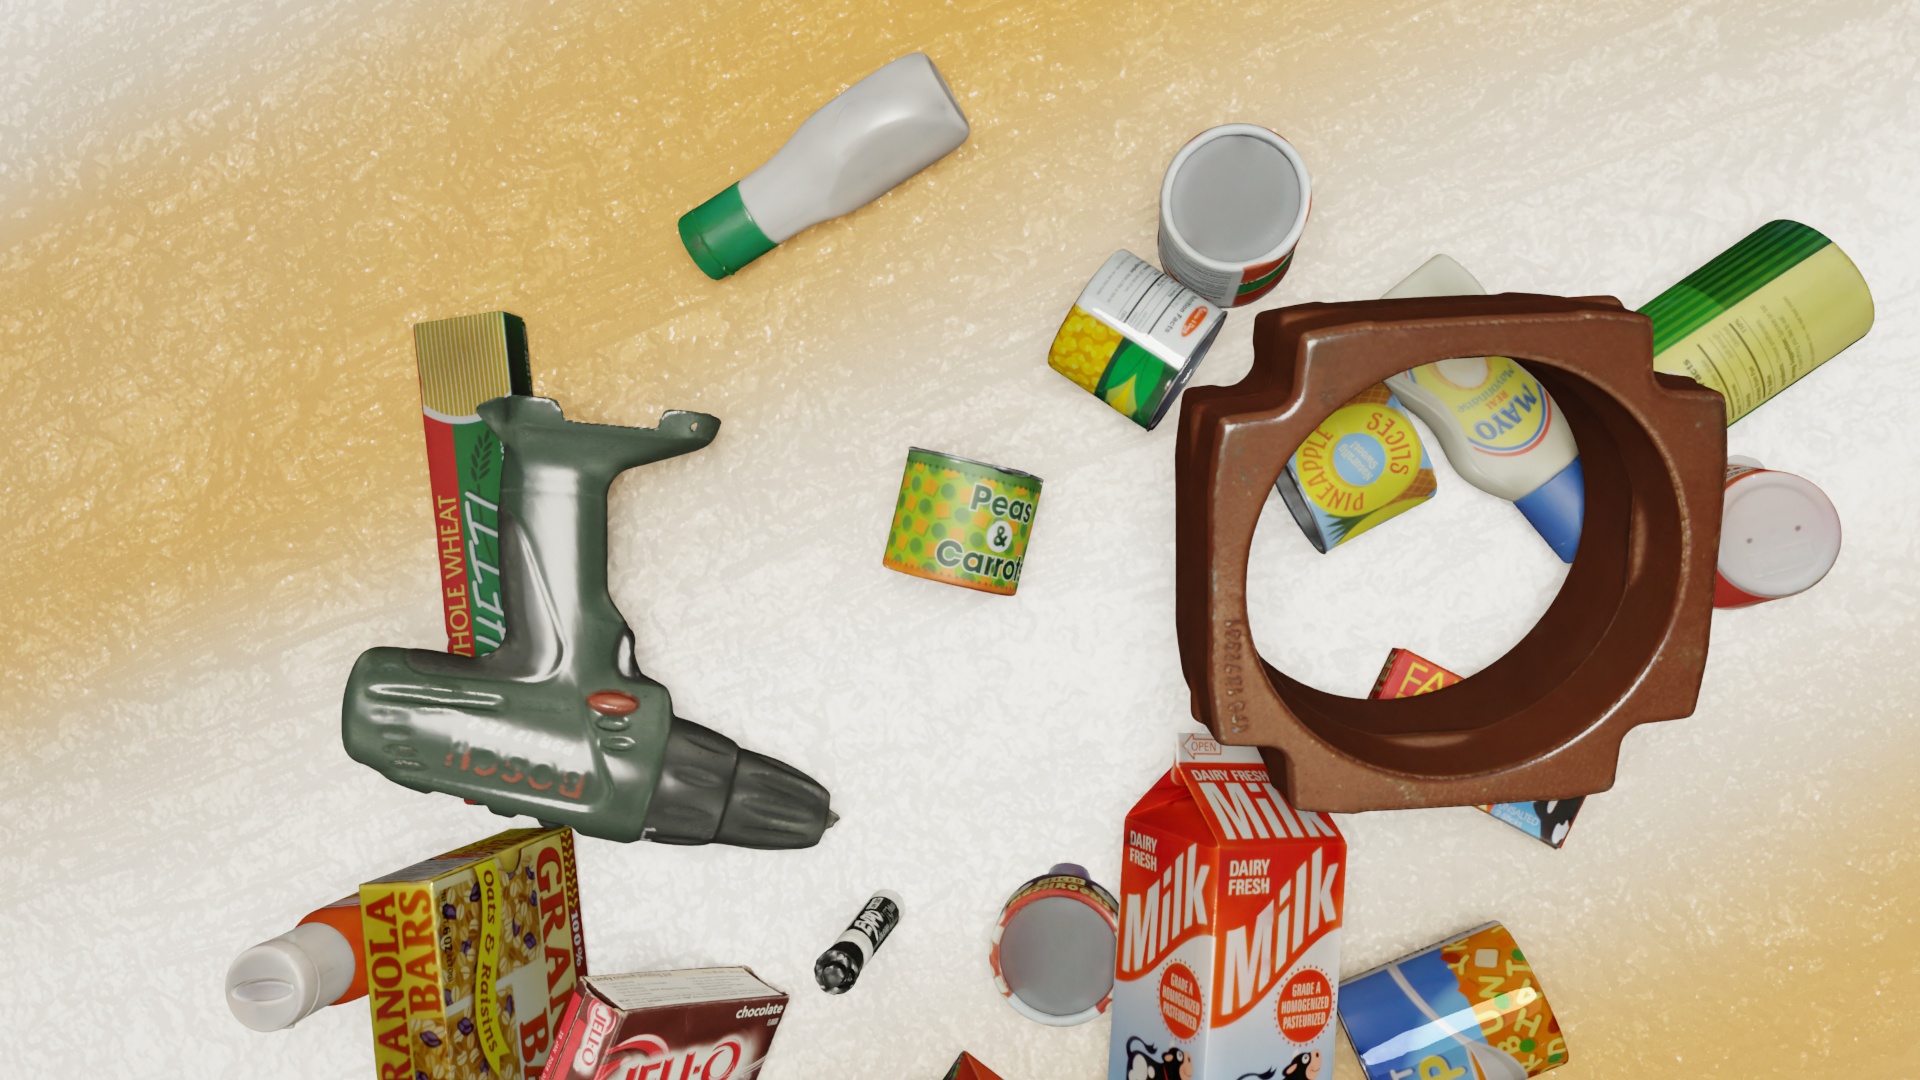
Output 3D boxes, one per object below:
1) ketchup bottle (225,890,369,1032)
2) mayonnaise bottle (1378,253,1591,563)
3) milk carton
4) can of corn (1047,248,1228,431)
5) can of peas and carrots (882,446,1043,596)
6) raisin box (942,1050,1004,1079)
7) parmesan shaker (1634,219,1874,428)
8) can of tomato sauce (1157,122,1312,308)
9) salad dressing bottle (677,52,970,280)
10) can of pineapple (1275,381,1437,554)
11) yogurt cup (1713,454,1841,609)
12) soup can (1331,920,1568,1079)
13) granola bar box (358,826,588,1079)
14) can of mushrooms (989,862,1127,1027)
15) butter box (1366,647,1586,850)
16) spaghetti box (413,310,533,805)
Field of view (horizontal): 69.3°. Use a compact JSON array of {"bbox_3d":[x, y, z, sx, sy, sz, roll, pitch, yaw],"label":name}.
[{"bbox_3d":[-0.277,0.186,0.645,0.065,0.149,0.043,-7,89,8],"label":"ketchup bottle"},{"bbox_3d":[0.245,-0.058,0.638,0.065,0.041,0.148,-39,83,3],"label":"mayonnaise bottle"},{"bbox_3d":[0.118,0.181,0.618,0.072,0.073,0.190,6,88,-27],"label":"milk carton"},{"bbox_3d":[0.081,-0.092,0.651,0.058,0.071,0.071,34,93,8],"label":"can of corn"},{"bbox_3d":[0.002,-0.008,0.654,0.071,0.071,0.058,13,91,8],"label":"can of peas and carrots"},{"bbox_3d":[-0.023,0.308,0.638,0.040,0.086,0.123,33,93,6],"label":"raisin box"},{"bbox_3d":[0.336,-0.085,0.616,0.103,0.071,0.071,-34,84,5],"label":"parmesan shaker"},{"bbox_3d":[0.125,-0.148,0.636,0.071,0.083,0.071,0,89,8],"label":"can of tomato sauce"},{"bbox_3d":[-0.068,-0.179,0.677,0.147,0.064,0.044,-29,77,13],"label":"salad dressing bottle"},{"bbox_3d":[0.175,-0.035,0.632,0.058,0.071,0.071,-28,85,6],"label":"can of pineapple"},{"bbox_3d":[0.349,-0.002,0.616,0.072,0.054,0.072,0,89,8],"label":"yogurt cup"},{"bbox_3d":[0.216,0.218,0.617,0.084,0.071,0.071,-24,85,6],"label":"soup can"},{"bbox_3d":[-0.217,0.227,0.647,0.039,0.124,0.165,-7,88,13],"label":"granola bar box"},{"bbox_3d":[0.048,0.192,0.659,0.071,0.033,0.071,0,88,8],"label":"can of mushrooms"},{"bbox_3d":[0.238,0.095,0.642,0.103,0.024,0.053,27,92,8],"label":"butter box"},{"bbox_3d":[-0.236,0.009,0.706,0.050,0.028,0.250,-7,87,7],"label":"spaghetti box"}]
